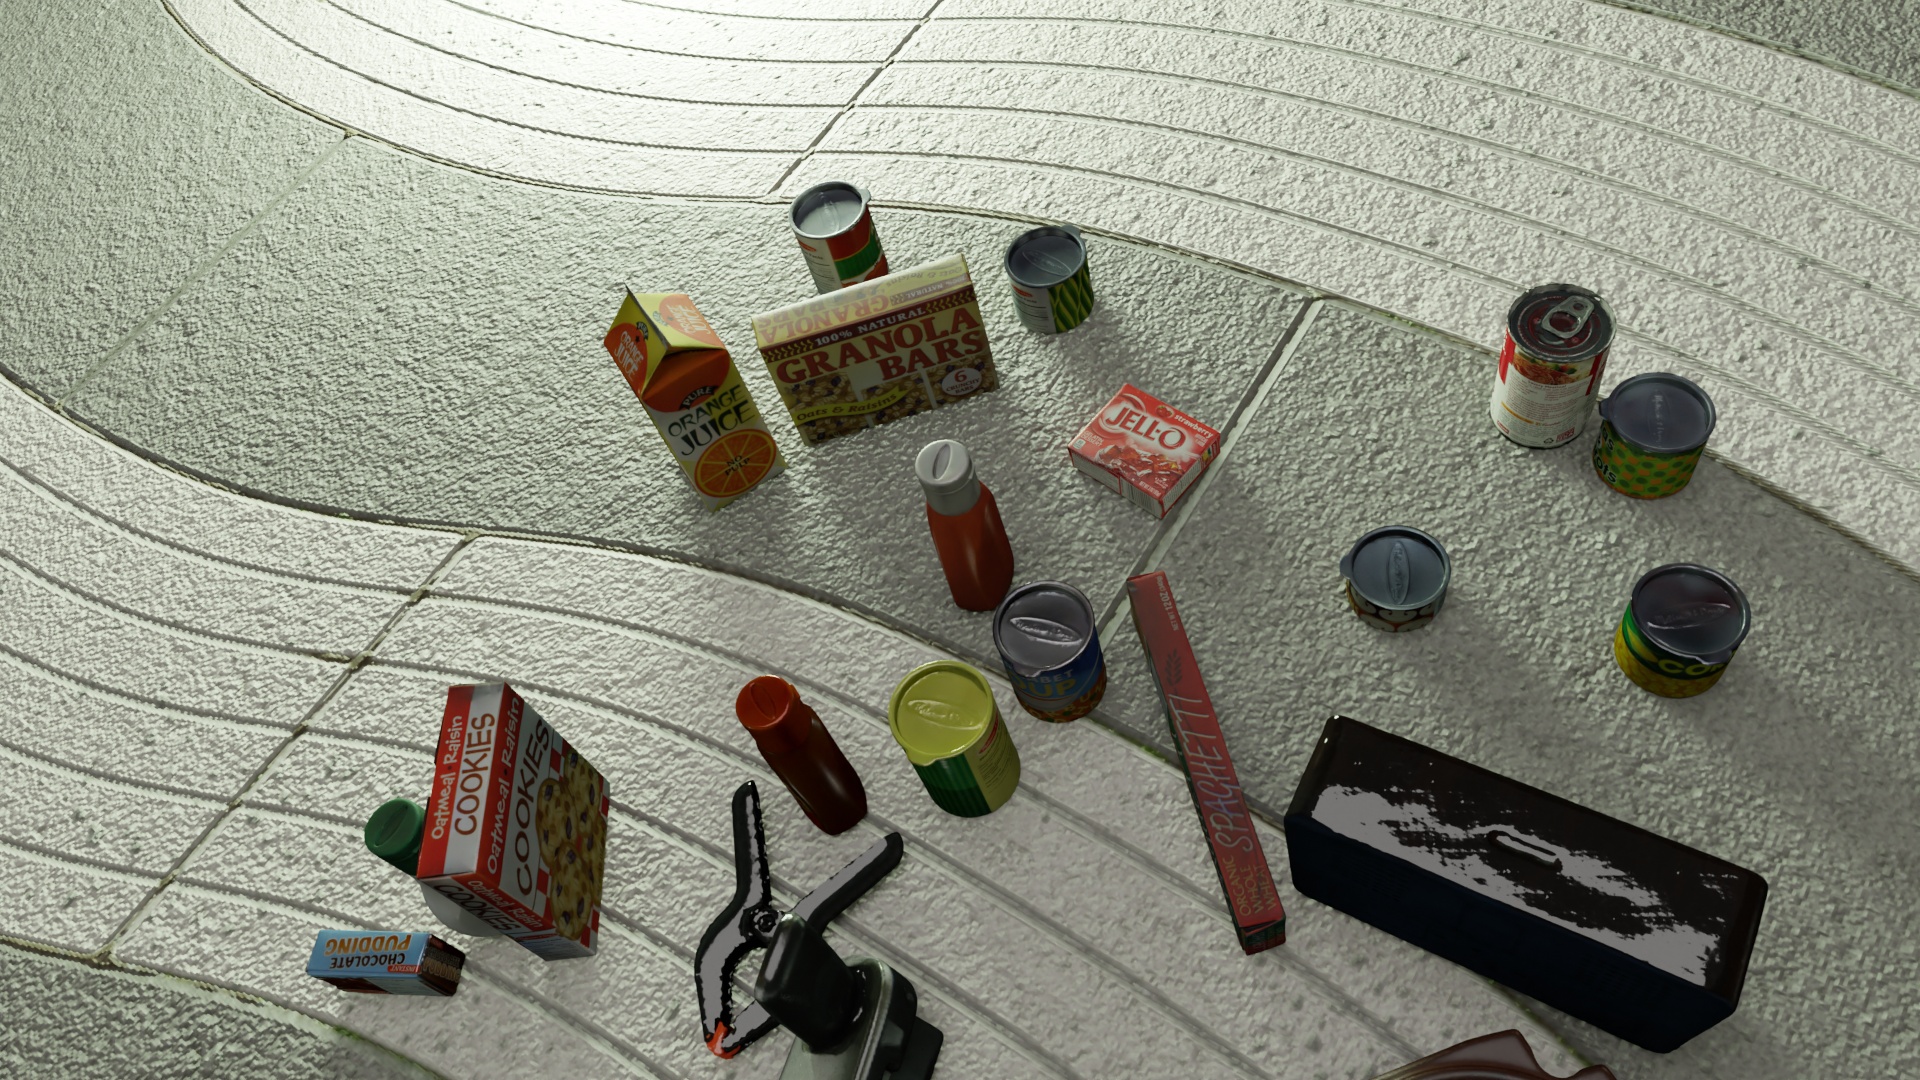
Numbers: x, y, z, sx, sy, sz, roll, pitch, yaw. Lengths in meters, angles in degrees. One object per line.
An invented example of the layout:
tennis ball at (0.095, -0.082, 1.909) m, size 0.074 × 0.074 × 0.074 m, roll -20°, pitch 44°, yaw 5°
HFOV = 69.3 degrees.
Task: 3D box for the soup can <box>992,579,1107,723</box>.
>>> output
soup can at (0.059, 0.077, 0.919) m, size 0.071 × 0.083 × 0.072 m, roll -6°, pitch 57°, yaw 9°

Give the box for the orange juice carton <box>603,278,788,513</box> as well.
orange juice carton at (-0.201, -0.112, 1.036) m, size 0.073 × 0.191 × 0.072 m, roll -32°, pitch 57°, yaw -8°

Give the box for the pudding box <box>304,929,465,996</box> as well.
pudding box at (-0.376, 0.277, 0.910) m, size 0.084 × 0.049 × 0.030 m, roll -2°, pitch 58°, yaw 12°

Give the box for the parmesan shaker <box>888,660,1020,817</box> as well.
parmesan shaker at (-0.003, 0.131, 0.887) m, size 0.071 × 0.102 × 0.071 m, roll -6°, pitch 57°, yaw 9°

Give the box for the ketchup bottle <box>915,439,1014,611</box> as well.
ketchup bottle at (0.003, -0.012, 0.951) m, size 0.043 × 0.148 × 0.065 m, roll 5°, pitch 59°, yaw 16°

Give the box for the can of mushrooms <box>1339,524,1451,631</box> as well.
can of mushrooms at (0.290, 0.025, 0.930) m, size 0.071 × 0.033 × 0.071 m, roll -6°, pitch 57°, yaw 9°

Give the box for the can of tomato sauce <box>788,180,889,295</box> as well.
can of tomato sauce at (-0.099, -0.250, 1.168) m, size 0.071 × 0.082 × 0.071 m, roll -6°, pitch 57°, yaw 9°

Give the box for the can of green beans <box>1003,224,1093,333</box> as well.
can of green beans at (0.072, -0.209, 1.118) m, size 0.071 × 0.057 × 0.071 m, roll -6°, pitch 57°, yaw 9°

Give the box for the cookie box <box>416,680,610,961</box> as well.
cookie box at (-0.277, 0.181, 0.879) m, size 0.040 × 0.166 × 0.123 m, roll -9°, pitch 56°, yaw 8°

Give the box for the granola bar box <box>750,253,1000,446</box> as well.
granola bar box at (-0.061, -0.143, 1.065) m, size 0.165 × 0.123 × 0.039 m, roll -17°, pitch 56°, yaw 2°

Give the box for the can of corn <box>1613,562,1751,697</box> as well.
can of corn at (0.445, 0.058, 0.858) m, size 0.071 × 0.058 × 0.071 m, roll -6°, pitch 57°, yaw 9°

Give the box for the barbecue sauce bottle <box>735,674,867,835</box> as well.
barbecue sauce bottle at (-0.101, 0.133, 0.881) m, size 0.044 × 0.148 × 0.065 m, roll -32°, pitch 57°, yaw -8°

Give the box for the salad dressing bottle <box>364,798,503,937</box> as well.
salad dressing bottle at (-0.323, 0.207, 0.884) m, size 0.044 × 0.147 × 0.064 m, roll 23°, pitch 66°, yaw 25°

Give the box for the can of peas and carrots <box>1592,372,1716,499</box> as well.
can of peas and carrots at (0.464, -0.070, 0.937) m, size 0.071 × 0.058 × 0.071 m, roll -6°, pitch 57°, yaw 9°

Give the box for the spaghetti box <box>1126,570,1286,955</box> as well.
spaghetti box at (0.153, 0.135, 0.881) m, size 0.029 × 0.050 × 0.251 m, roll -16°, pitch 56°, yaw 3°
